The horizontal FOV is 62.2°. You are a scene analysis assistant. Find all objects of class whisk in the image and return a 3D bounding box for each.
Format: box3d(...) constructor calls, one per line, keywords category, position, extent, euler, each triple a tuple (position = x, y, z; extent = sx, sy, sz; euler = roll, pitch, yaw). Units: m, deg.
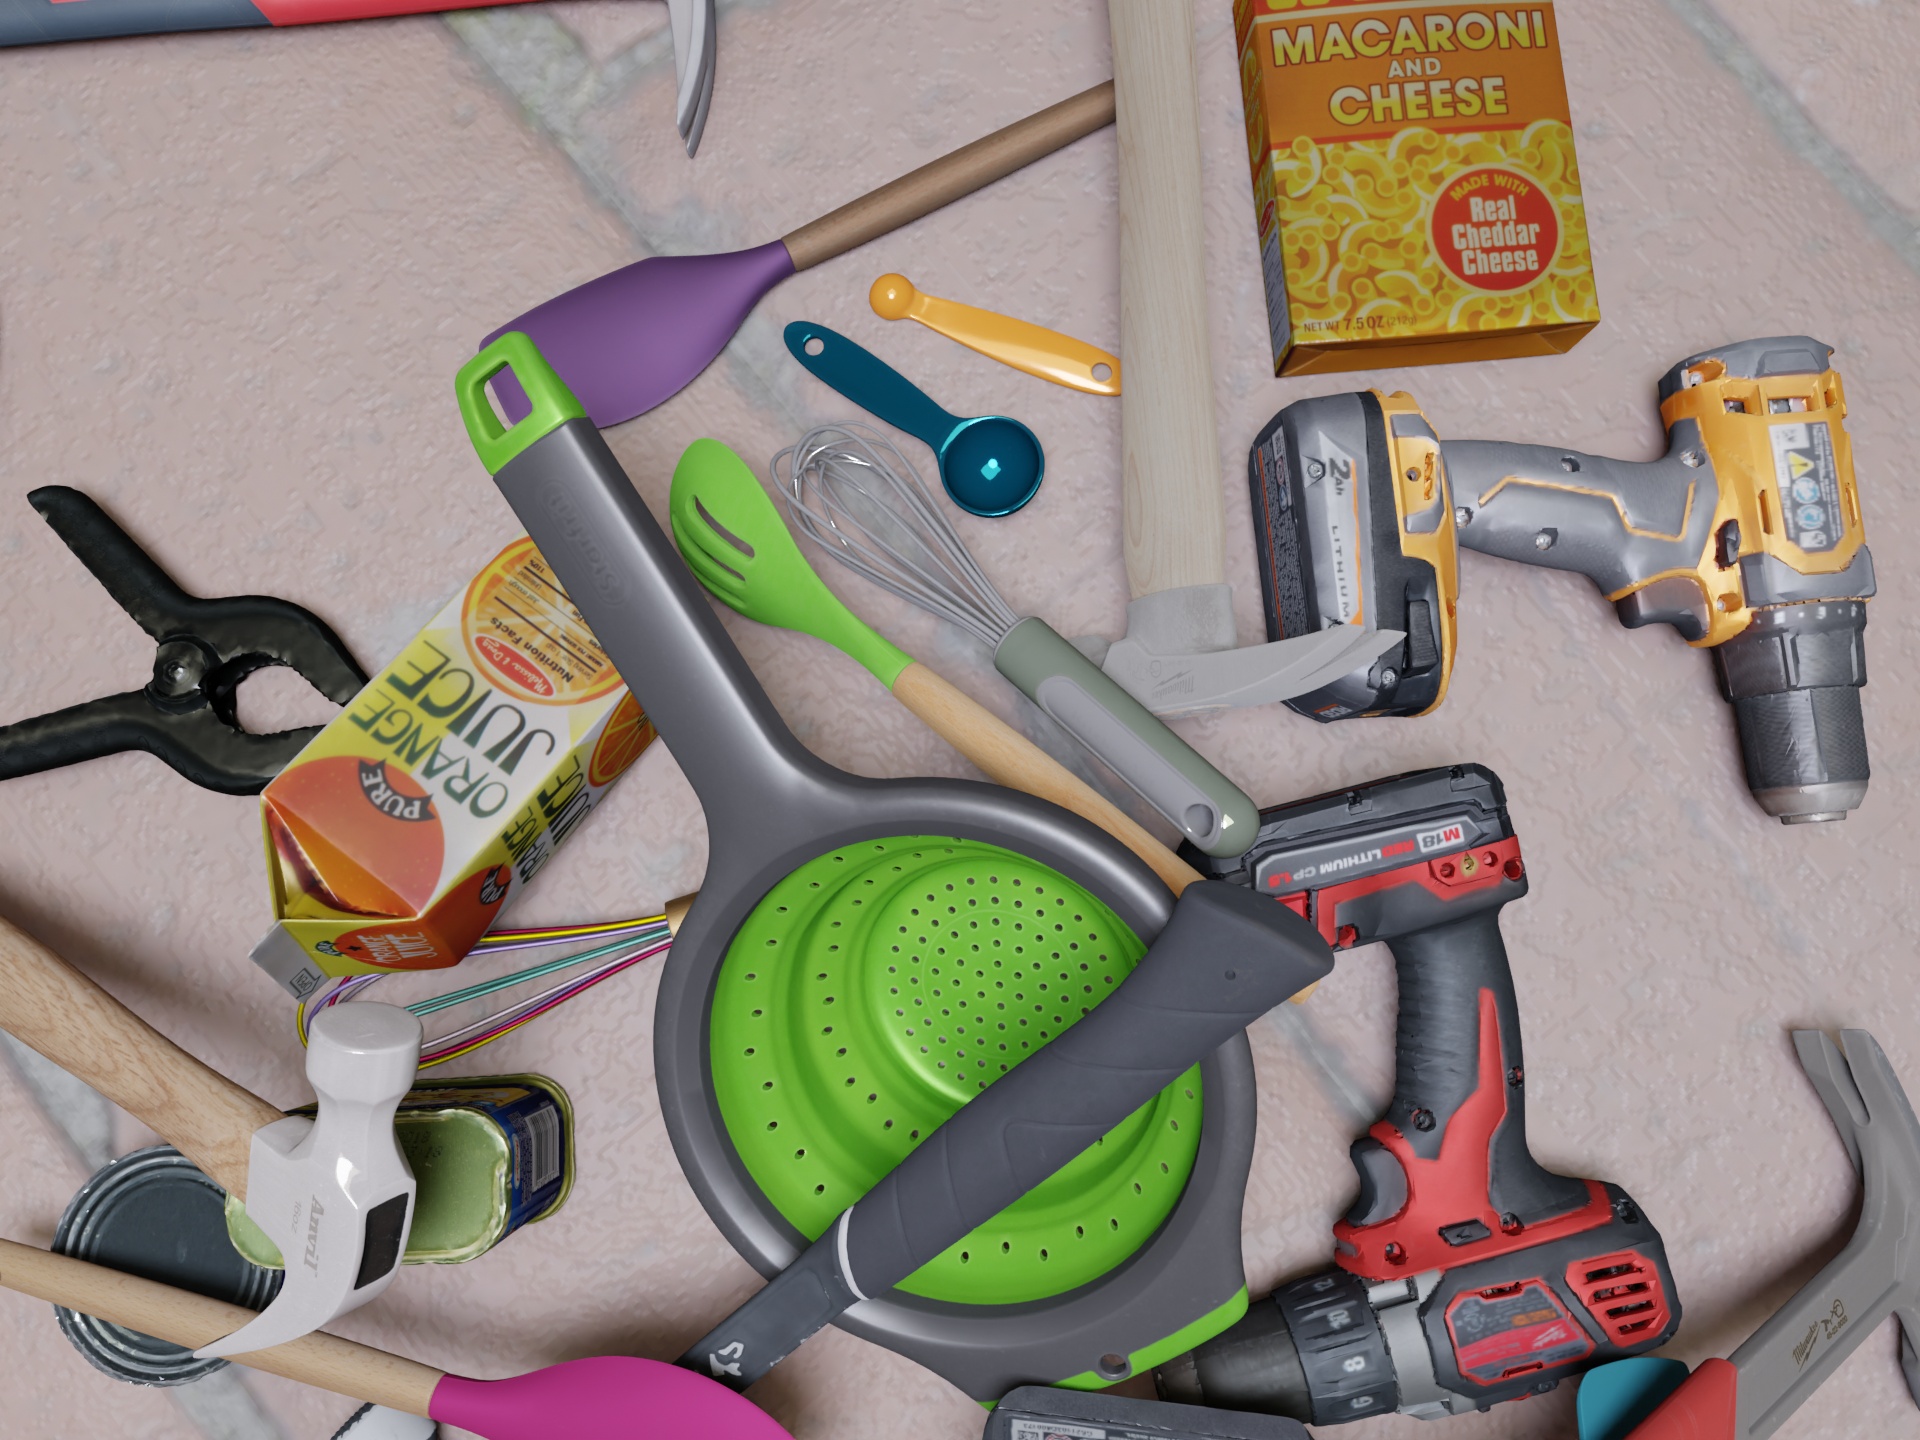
box3d(category="whisk", position=(-0.132, 0.083, 0.607), extent=(0.245, 0.051, 0.047), euler=(-17, 77, -5))
box3d(category="whisk", position=(0.015, -0.033, 0.586), extent=(0.246, 0.059, 0.057), euler=(43, 127, 25))

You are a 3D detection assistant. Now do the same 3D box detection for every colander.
box3d(category="colander", position=(-0.039, 0.041, 0.555), extent=(0.204, 0.094, 0.397), euler=(-31, 94, 19))

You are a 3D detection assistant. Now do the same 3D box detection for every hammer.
box3d(category="hammer", position=(-0.043, 0.190, 0.521), extent=(0.409, 0.036, 0.149), euler=(-43, 88, 19))
box3d(category="hammer", position=(-0.304, 0.103, 0.540), extent=(0.331, 0.031, 0.130), euler=(20, 107, 29))
box3d(category="hammer", position=(-0.296, -0.290, 0.658), extent=(0.386, 0.038, 0.143), euler=(-6, 84, -1))
box3d(category="hammer", position=(0.081, -0.207, 0.596), extent=(0.038, 0.146, 0.411), euler=(3, 81, -39))
box3d(category="hammer", position=(0.217, 0.235, 0.504), extent=(0.359, 0.037, 0.149), euler=(-21, 89, -31))

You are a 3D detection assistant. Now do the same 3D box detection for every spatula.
box3d(category="spatula", position=(-0.047, -0.201, 0.655), extent=(0.316, 0.018, 0.060), euler=(-27, 86, -3))
box3d(category="spatula", position=(0.189, 0.374, 0.552), extent=(0.082, 0.044, 0.317), euler=(17, 98, -40))

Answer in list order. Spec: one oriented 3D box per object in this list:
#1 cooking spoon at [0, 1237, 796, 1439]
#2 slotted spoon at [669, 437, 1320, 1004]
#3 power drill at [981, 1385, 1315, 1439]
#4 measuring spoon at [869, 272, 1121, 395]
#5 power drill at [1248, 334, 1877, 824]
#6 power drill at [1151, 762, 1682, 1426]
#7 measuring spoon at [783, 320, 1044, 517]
box3d(category="cooking spoon", position=(-0.201, 0.224, 0.542), extent=(0.319, 0.017, 0.068), euler=(11, 104, 11))
box3d(category="slotted spoon", position=(-0.001, -0.002, 0.575), extent=(0.314, 0.070, 0.031), euler=(38, 52, 18))
box3d(category="power drill", position=(0.066, 0.343, 0.525), extent=(0.164, 0.084, 0.226), euler=(7, 107, 0))
box3d(category="measuring spoon", position=(0.017, -0.158, 0.652), extent=(0.117, 0.011, 0.021), euler=(21, 83, 3))
box3d(category="power drill", position=(0.236, -0.045, 0.606), extent=(0.226, 0.084, 0.185), euler=(-5, 84, -5))
box3d(category="power drill", position=(0.142, 0.143, 0.583), extent=(0.188, 0.080, 0.227), euler=(-15, 86, -1))
box3d(category="measuring spoon", position=(-0.020, -0.124, 0.649), extent=(0.129, 0.021, 0.042), euler=(36, 85, 14))
